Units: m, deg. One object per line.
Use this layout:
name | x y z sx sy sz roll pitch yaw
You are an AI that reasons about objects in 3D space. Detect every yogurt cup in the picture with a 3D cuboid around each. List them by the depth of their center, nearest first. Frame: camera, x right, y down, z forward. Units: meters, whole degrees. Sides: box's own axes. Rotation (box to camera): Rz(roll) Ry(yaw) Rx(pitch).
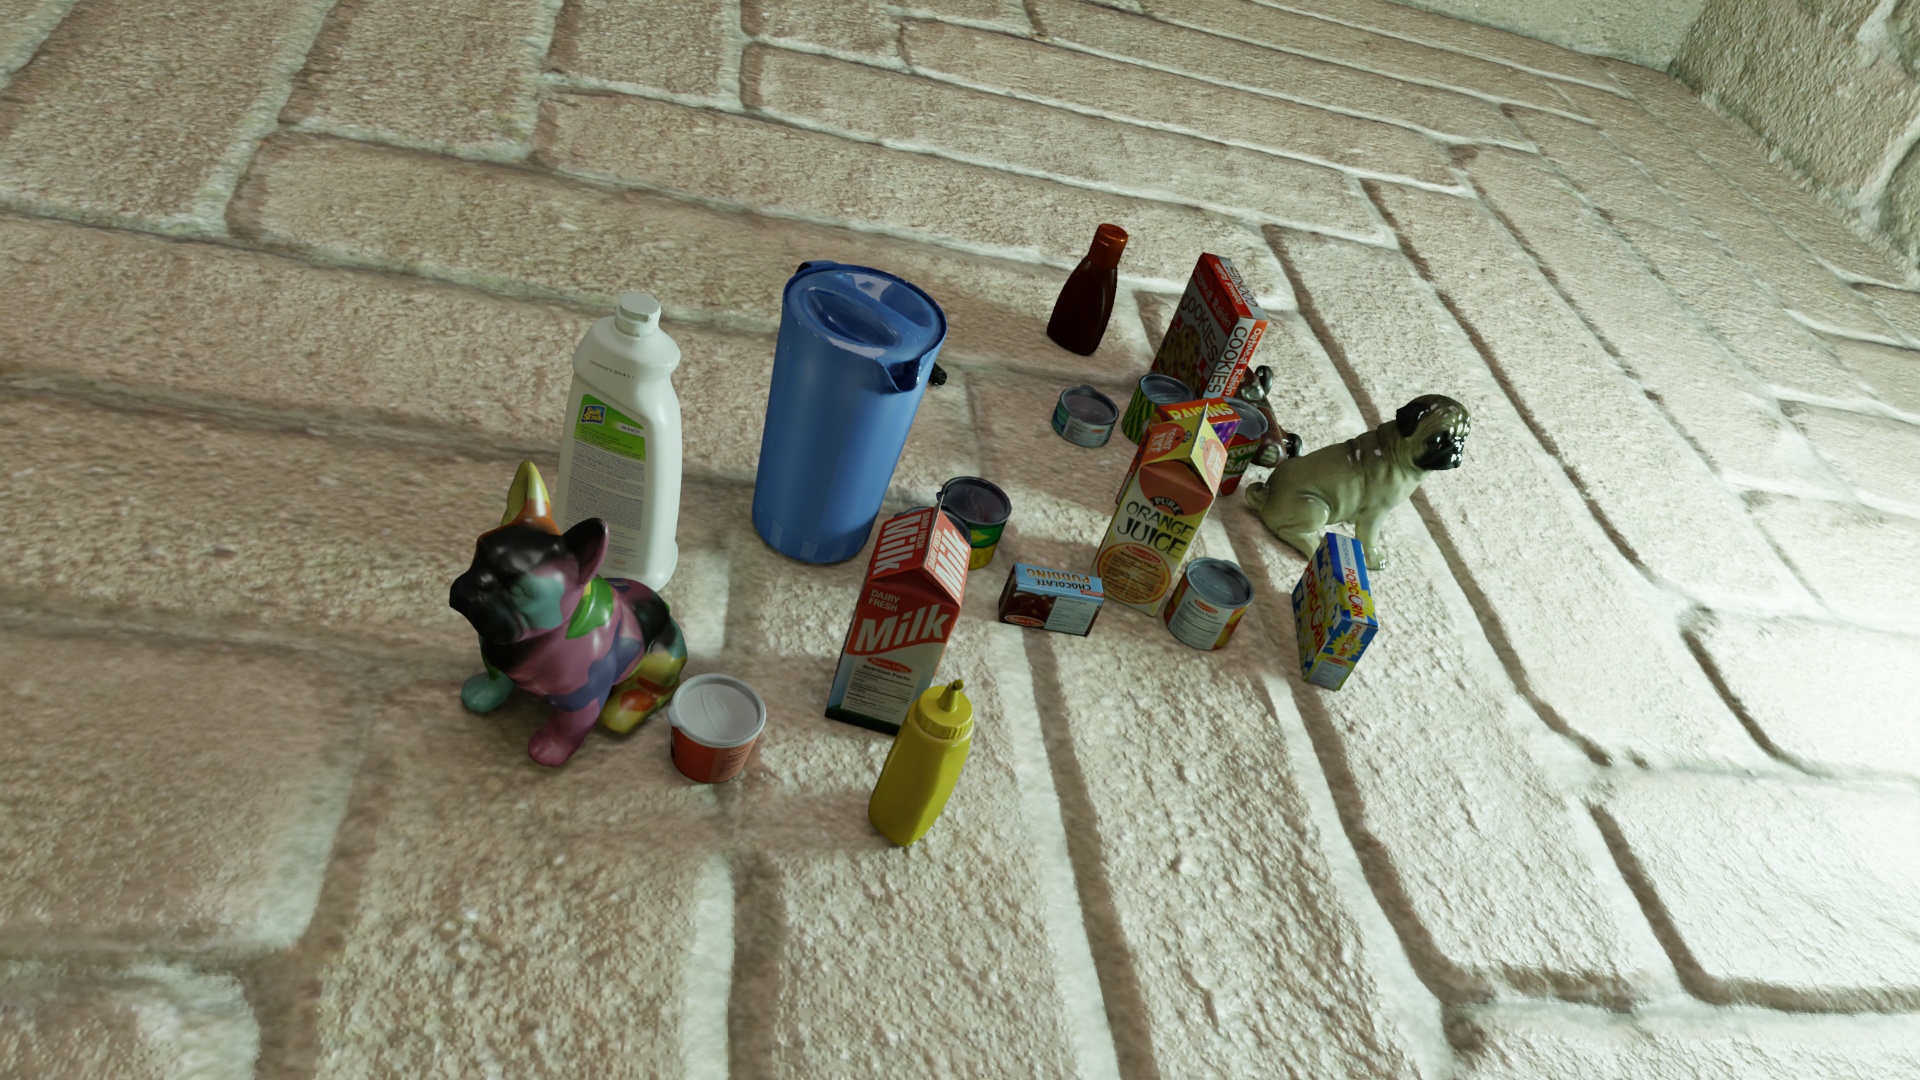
yogurt cup | -0.179 0.138 1.006 0.072 0.053 0.073 12 39 -10

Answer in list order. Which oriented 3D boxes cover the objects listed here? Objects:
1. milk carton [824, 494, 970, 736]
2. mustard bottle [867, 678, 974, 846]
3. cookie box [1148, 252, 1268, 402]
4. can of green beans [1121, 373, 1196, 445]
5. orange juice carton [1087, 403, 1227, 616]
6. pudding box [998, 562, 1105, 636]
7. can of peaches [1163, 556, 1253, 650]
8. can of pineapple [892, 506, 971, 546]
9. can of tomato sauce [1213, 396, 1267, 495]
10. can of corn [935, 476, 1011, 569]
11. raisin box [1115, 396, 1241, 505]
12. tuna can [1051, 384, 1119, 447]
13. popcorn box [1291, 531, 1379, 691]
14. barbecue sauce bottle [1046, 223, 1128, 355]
milk carton | -0.043 0.056 1.052 0.073 0.189 0.073 16 39 -4
mustard bottle | -0.022 0.147 0.977 0.049 0.159 0.065 31 40 14
cookie box | 0.266 -0.209 1.513 0.040 0.166 0.123 4 41 -19
can of green beans | 0.213 -0.137 1.494 0.071 0.057 0.071 12 39 -10
orange juice carton | 0.182 -0.031 1.249 0.073 0.191 0.072 24 39 4
pudding box | 0.080 0.052 1.221 0.084 0.049 0.030 10 40 -12
can of peaches | 0.227 0.057 1.271 0.071 0.057 0.071 12 39 -10
can of pineapple | -0.031 0.012 1.215 0.071 0.057 0.071 12 39 -10
can of tomato sauce | 0.275 -0.097 1.453 0.071 0.082 0.071 12 39 -10
can of corn | 0.005 -0.016 1.262 0.071 0.058 0.071 12 39 -10
raisin box | 0.215 -0.080 1.374 0.086 0.122 0.040 -10 47 -32
tuna can | 0.132 -0.132 1.473 0.071 0.032 0.071 12 39 -10
popcorn box | 0.346 0.064 1.292 0.038 0.084 0.127 16 39 -6
barbecue sauce bottle | 0.148 -0.285 1.568 0.065 0.147 0.044 32 40 15
